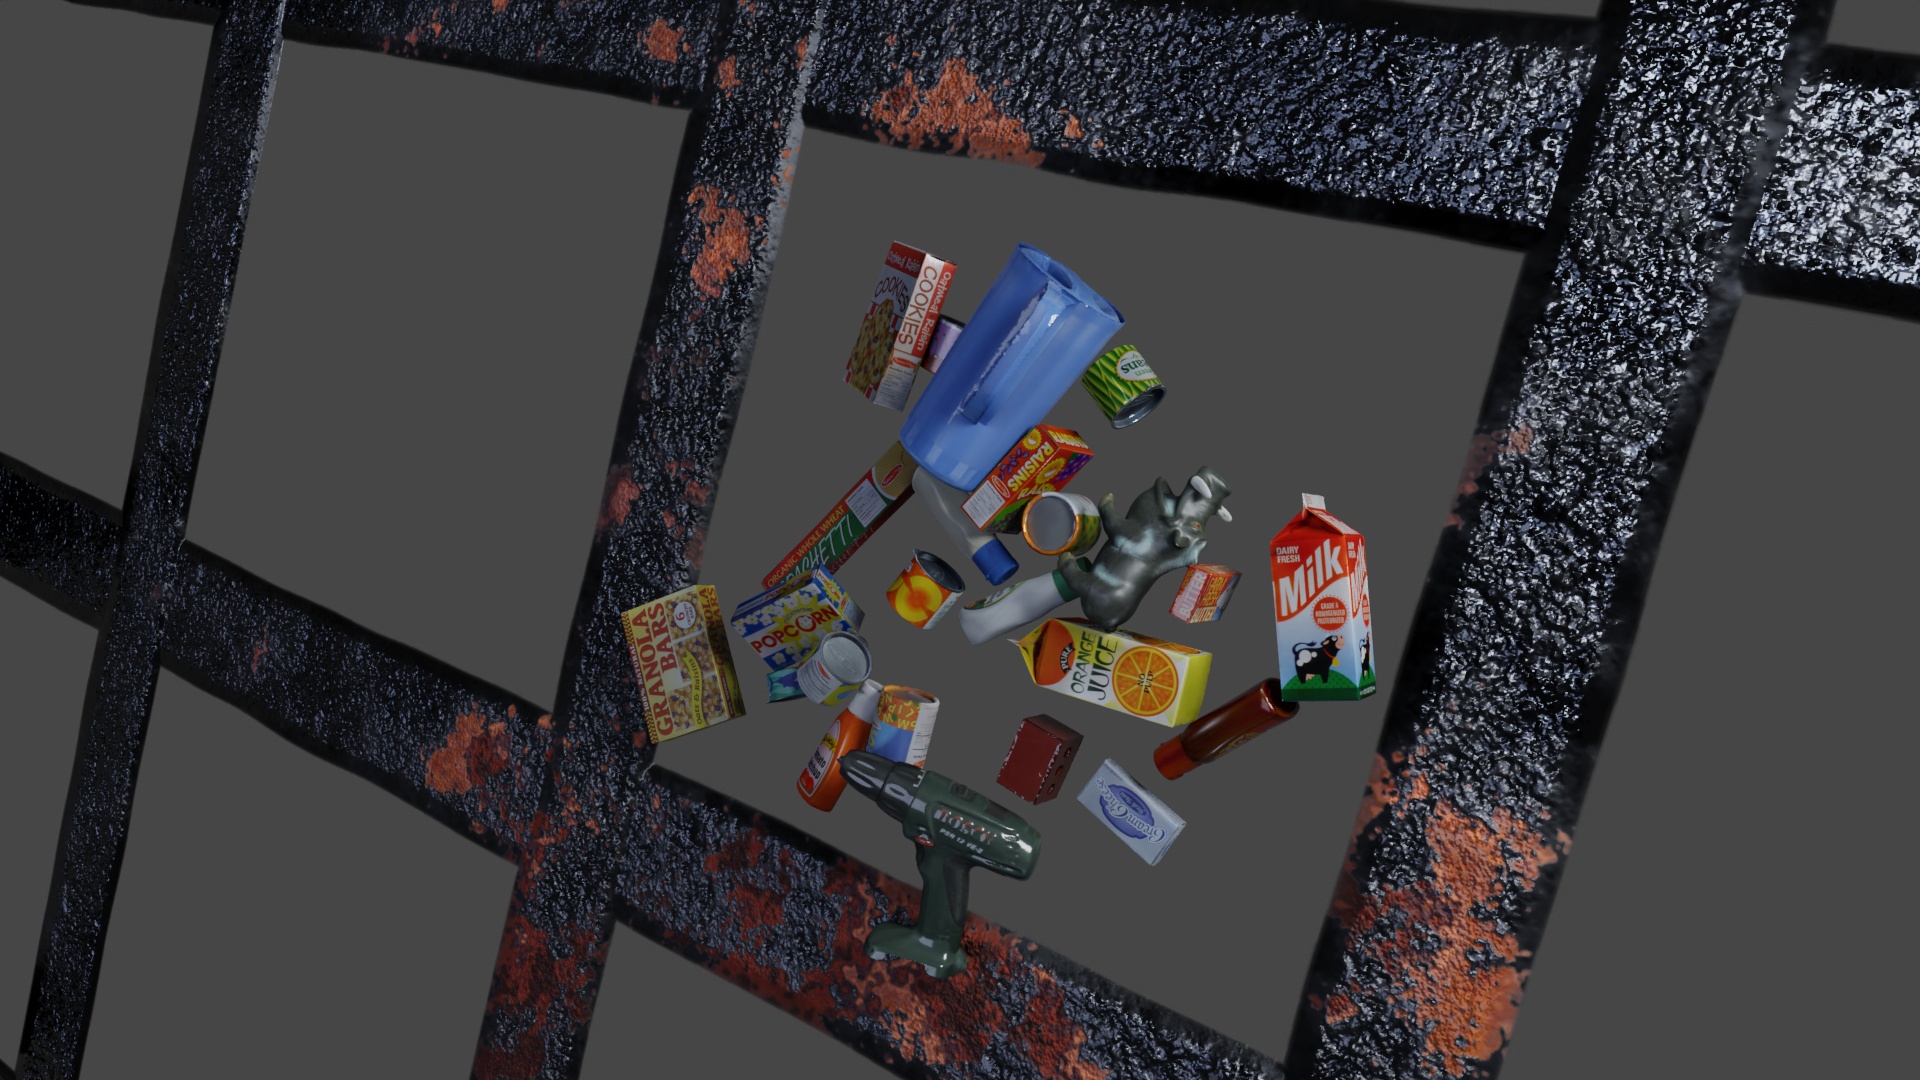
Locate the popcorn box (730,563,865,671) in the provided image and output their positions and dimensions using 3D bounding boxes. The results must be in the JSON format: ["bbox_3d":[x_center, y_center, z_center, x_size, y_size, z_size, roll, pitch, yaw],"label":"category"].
[{"bbox_3d":[-0.185,0.089,1.572,0.126,0.038,0.085,-26,116,25],"label":"popcorn box"}]

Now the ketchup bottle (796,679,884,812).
[{"bbox_3d":[-0.128,0.227,1.553,0.148,0.043,0.065,-59,27,6],"label":"ketchup bottle"}]

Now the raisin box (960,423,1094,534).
[{"bbox_3d":[0.070,-0.062,1.434,0.123,0.086,0.040,-46,66,21],"label":"raisin box"}]

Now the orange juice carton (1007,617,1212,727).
[{"bbox_3d":[0.146,0.124,1.396,0.193,0.072,0.073,15,95,28],"label":"orange juice carton"}]

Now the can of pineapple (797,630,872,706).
[{"bbox_3d":[-0.138,0.142,1.537,0.057,0.071,0.071,-43,69,41],"label":"can of pineapple"}]

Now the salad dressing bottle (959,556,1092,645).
[{"bbox_3d":[0.072,0.062,1.447,0.147,0.064,0.044,-25,91,17],"label":"salad dressing bottle"}]

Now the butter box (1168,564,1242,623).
[{"bbox_3d":[0.236,0.050,1.331,0.024,0.103,0.053,28,101,25],"label":"butter box"}]

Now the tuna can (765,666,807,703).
[{"bbox_3d":[-0.190,0.163,1.580,0.071,0.071,0.033,-16,80,27],"label":"tuna can"}]

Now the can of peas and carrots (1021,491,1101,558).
[{"bbox_3d":[0.103,-0.014,1.431,0.071,0.059,0.071,-1,88,29],"label":"can of peas and carrots"}]

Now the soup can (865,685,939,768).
[{"bbox_3d":[-0.067,0.206,1.512,0.071,0.071,0.083,17,97,28],"label":"soup can"}]

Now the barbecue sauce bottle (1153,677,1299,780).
[{"bbox_3d":[0.253,0.185,1.344,0.148,0.065,0.044,-37,70,32],"label":"barbecue sauce bottle"}]

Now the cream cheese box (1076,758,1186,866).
[{"bbox_3d":[0.172,0.273,1.404,0.104,0.024,0.053,40,107,24],"label":"cream cheese box"}]

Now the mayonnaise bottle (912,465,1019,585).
[{"bbox_3d":[0.005,-0.019,1.485,0.041,0.064,0.148,-33,73,-17],"label":"mayonnaise bottle"}]

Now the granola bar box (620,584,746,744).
[{"bbox_3d":[-0.335,0.149,1.676,0.124,0.039,0.165,-20,79,26],"label":"granola bar box"}]

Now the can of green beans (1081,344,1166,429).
[{"bbox_3d":[0.164,-0.155,1.397,0.071,0.071,0.058,-41,70,22],"label":"can of green beans"}]

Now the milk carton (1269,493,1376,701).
[{"bbox_3d":[0.336,0.052,1.294,0.073,0.072,0.190,-5,86,29],"label":"milk carton"}]

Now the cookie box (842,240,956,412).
[{"bbox_3d":[-0.067,-0.235,1.505,0.167,0.040,0.123,-69,25,10],"label":"cookie box"}]

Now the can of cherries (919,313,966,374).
[{"bbox_3d":[-0.005,-0.203,1.491,0.071,0.071,0.058,31,104,26],"label":"can of cherries"}]

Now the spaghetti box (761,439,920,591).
[{"bbox_3d":[-0.131,-0.013,1.575,0.249,0.029,0.050,-44,70,20],"label":"spaghetti box"}]

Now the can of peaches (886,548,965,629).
[{"bbox_3d":[-0.040,0.053,1.502,0.071,0.071,0.058,46,110,22],"label":"can of peaches"}]
